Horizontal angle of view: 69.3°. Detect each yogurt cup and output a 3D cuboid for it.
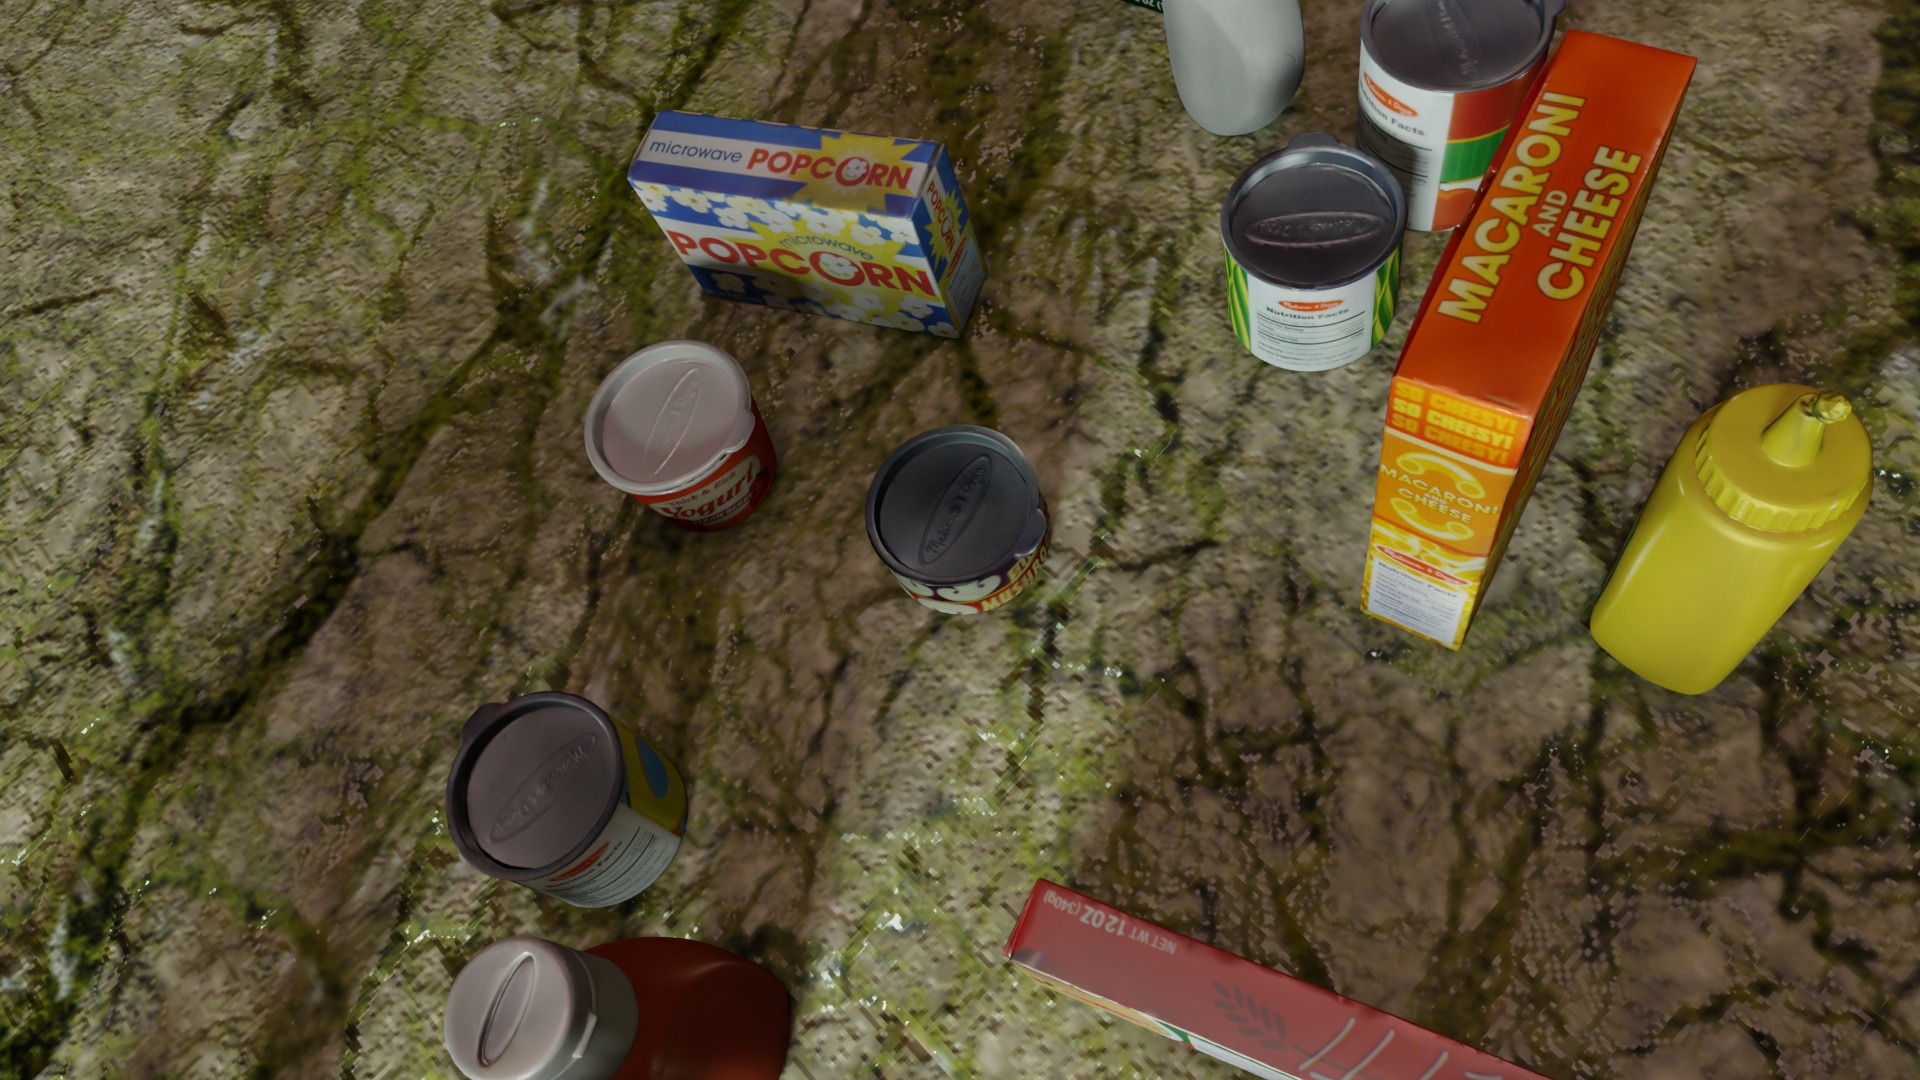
[{"bbox_3d":[-0.108,-0.038,0.555,0.072,0.053,0.072,-5,64,11],"label":"yogurt cup"}]

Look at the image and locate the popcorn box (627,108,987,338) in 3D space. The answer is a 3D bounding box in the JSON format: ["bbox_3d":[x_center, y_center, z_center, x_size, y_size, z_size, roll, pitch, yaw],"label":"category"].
[{"bbox_3d":[-0.061,-0.129,0.569,0.127,0.085,0.038,12,69,19],"label":"popcorn box"}]

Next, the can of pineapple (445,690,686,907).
[{"bbox_3d":[-0.140,0.092,0.498,0.071,0.057,0.071,-5,64,11],"label":"can of pineapple"}]

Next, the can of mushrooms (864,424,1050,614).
[{"bbox_3d":[0.002,-0.007,0.525,0.071,0.033,0.071,-5,64,11],"label":"can of mushrooms"}]

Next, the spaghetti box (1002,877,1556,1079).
[{"bbox_3d":[0.134,0.160,0.405,0.250,0.050,0.029,17,71,20],"label":"spaghetti box"}]

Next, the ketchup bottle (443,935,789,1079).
[{"bbox_3d":[-0.096,0.147,0.410,0.043,0.148,0.065,11,69,18],"label":"ketchup bottle"}]

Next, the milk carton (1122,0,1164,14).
[{"bbox_3d":[0.084,-0.310,0.562,0.072,0.190,0.073,29,75,24],"label":"milk carton"}]

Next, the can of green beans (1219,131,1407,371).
[{"bbox_3d":[0.134,-0.106,0.528,0.071,0.057,0.071,-5,64,11],"label":"can of green beans"}]

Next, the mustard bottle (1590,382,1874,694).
[{"bbox_3d":[0.224,-0.006,0.400,0.049,0.159,0.065,34,77,25],"label":"mustard bottle"}]

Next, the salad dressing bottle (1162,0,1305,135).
[{"bbox_3d":[0.104,-0.223,0.540,0.044,0.147,0.064,-38,63,-5],"label":"salad dressing bottle"}]

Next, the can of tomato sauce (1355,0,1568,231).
[{"bbox_3d":[0.187,-0.170,0.531,0.071,0.083,0.071,-5,64,11],"label":"can of tomato sauce"}]

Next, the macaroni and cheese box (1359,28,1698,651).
[{"bbox_3d":[0.169,-0.052,0.432,0.040,0.166,0.124,23,73,22],"label":"macaroni and cheese box"}]
